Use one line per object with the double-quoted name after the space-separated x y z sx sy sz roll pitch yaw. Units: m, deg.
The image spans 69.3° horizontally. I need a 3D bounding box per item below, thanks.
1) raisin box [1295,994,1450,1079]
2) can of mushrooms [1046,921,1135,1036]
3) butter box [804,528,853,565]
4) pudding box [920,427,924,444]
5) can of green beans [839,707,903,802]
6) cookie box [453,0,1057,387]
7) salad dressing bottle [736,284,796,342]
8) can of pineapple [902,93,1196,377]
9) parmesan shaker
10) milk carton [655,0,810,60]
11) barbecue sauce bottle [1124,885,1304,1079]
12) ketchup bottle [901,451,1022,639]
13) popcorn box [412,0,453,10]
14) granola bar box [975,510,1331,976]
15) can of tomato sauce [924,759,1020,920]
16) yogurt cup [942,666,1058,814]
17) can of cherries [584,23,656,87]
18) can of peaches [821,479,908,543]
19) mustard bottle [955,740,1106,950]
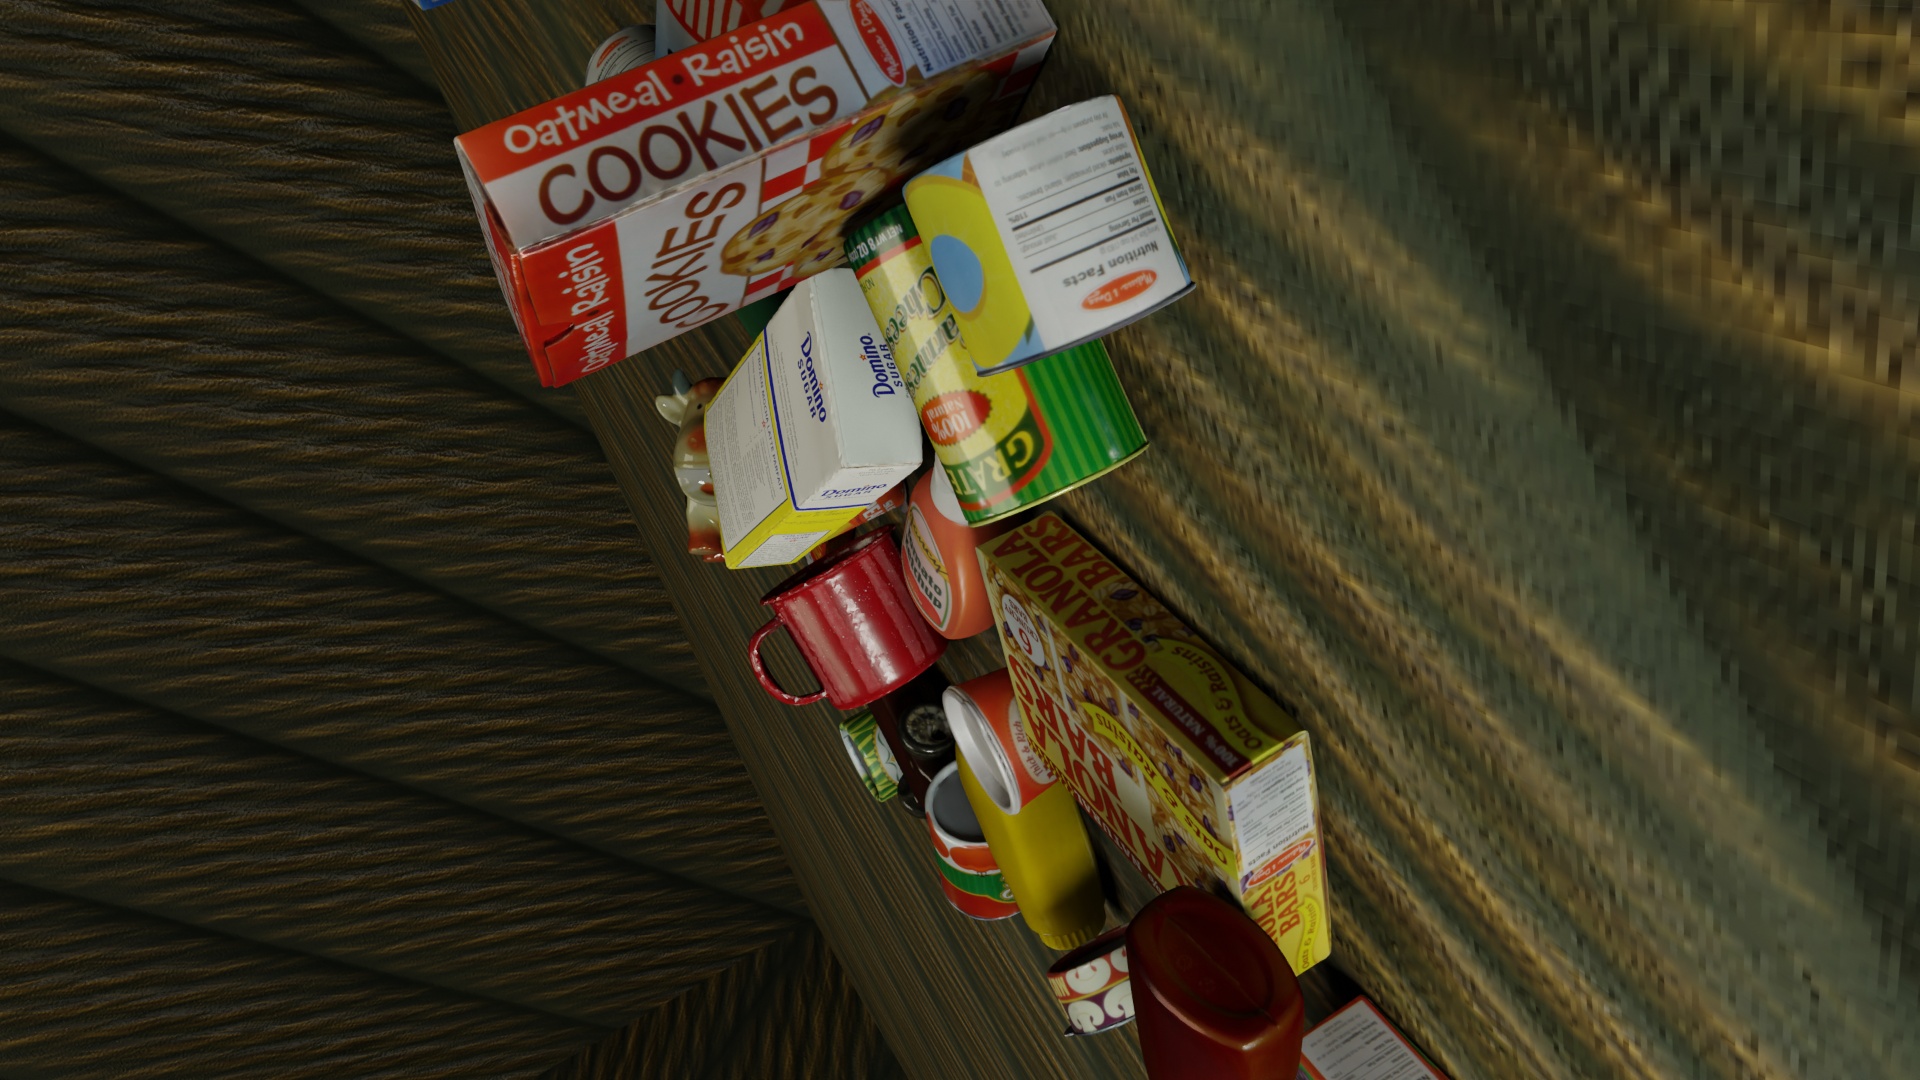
0.169 0.232 0.479 0.124 0.040 0.085 44 155 53 "raisin box"
0.077 0.218 0.694 0.033 0.071 0.071 63 164 8 "can of mushrooms"
-0.100 -0.007 0.989 0.053 0.024 0.103 60 164 14 "butter box"
-0.052 -0.075 0.716 0.084 0.030 0.049 35 146 60 "pudding box"
-0.048 0.148 1.007 0.071 0.058 0.071 55 162 28 "can of green beans"
-0.063 -0.112 0.434 0.040 0.168 0.122 62 164 4 "cookie box"
-0.128 -0.165 0.790 0.148 0.044 0.064 58 162 20 "salad dressing bottle"
0.023 -0.084 0.388 0.057 0.071 0.071 67 164 -10 "can of pineapple"
0.010 -0.064 0.461 0.103 0.071 0.071 65 164 -5 "parmesan shaker"
-0.055 -0.183 0.472 0.072 0.073 0.190 63 164 3 "milk carton"
0.092 0.189 0.506 0.065 0.044 0.147 40 153 39 "barbecue sauce bottle"
0.002 -0.008 0.623 0.065 0.043 0.148 63 165 19 "ketchup bottle"
-0.238 -0.338 0.714 0.038 0.127 0.084 40 152 46 "popcorn box"
0.073 0.078 0.539 0.166 0.039 0.123 45 156 49 "granola bar box"
0.018 0.178 0.834 0.071 0.071 0.082 50 159 40 "can of tomato sauce"
0.030 0.090 0.668 0.072 0.054 0.072 55 162 27 "yogurt cup"
-0.157 -0.232 0.742 0.058 0.072 0.071 49 159 40 "can of cherries"
-0.070 -0.036 0.783 0.071 0.058 0.071 55 162 28 "can of peaches"
0.046 0.172 0.760 0.065 0.049 0.159 26 140 64 "mustard bottle"
